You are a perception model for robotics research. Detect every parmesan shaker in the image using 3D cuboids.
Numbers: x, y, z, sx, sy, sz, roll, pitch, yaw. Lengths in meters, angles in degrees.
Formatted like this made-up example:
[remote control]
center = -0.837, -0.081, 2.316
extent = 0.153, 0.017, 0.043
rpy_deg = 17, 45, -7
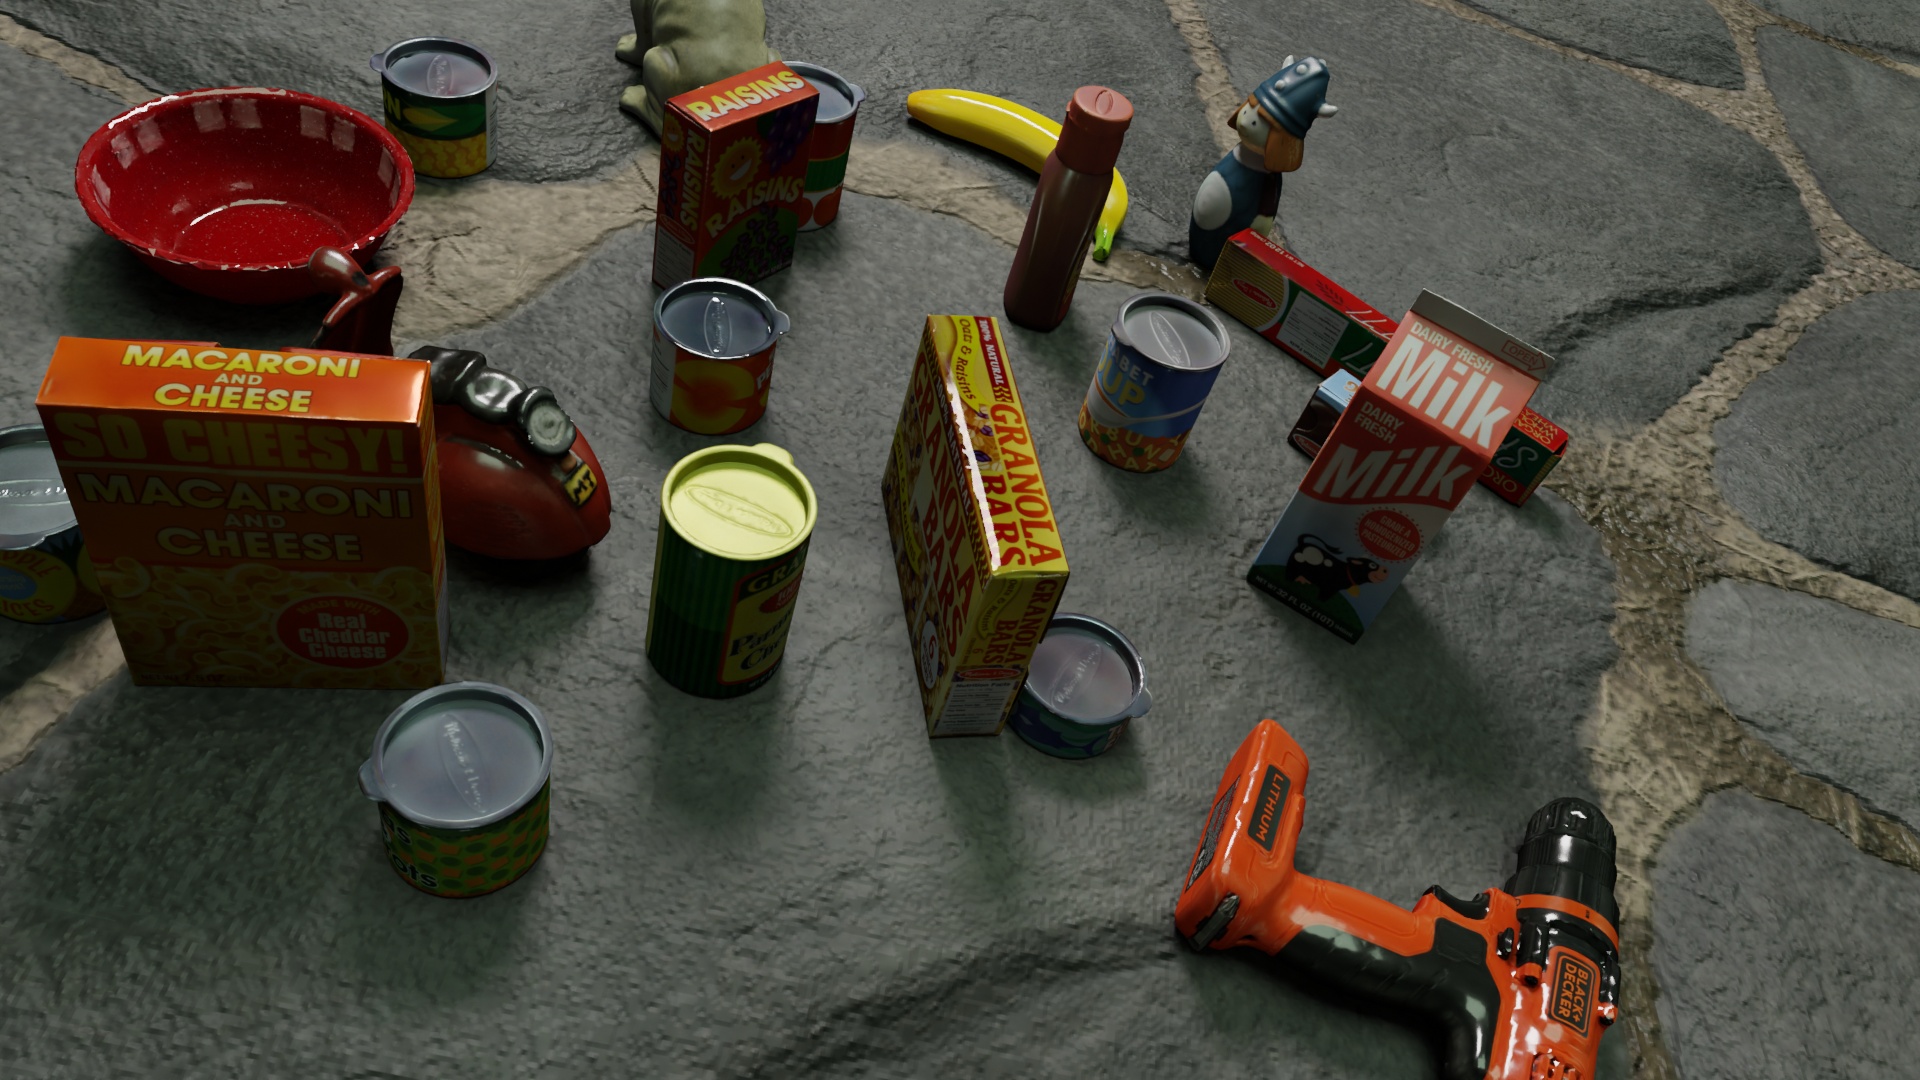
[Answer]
[parmesan shaker]
center = -0.104, 0.014, 0.628
extent = 0.071, 0.102, 0.072
rpy_deg = 9, 47, -9

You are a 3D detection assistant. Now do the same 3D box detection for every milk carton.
[milk carton]
center = 0.226, -0.041, 0.719
extent = 0.072, 0.189, 0.074
rpy_deg = 32, 48, 12

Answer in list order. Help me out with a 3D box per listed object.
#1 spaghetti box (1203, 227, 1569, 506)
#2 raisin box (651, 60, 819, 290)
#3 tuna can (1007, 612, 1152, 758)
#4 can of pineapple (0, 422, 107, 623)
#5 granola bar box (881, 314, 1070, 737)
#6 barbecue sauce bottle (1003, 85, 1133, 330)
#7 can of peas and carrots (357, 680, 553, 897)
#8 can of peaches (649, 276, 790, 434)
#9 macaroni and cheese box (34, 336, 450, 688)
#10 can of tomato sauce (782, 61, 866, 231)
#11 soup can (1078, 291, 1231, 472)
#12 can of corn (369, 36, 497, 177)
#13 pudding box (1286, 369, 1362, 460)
[spaghetti box]
center = 0.270, -0.114, 0.896
extent = 0.250, 0.049, 0.029
rpy_deg = 38, 49, 18
[raisin box]
center = -0.131, -0.205, 0.804
extent = 0.040, 0.122, 0.086
rpy_deg = 40, 50, 19
[tuna can]
center = 0.056, 0.072, 0.673
extent = 0.071, 0.032, 0.071
rpy_deg = 9, 47, -9
[can of pineapple]
center = -0.389, -0.006, 0.589
extent = 0.071, 0.057, 0.071
rpy_deg = 9, 47, -9
[granola bar box]
center = 0.002, -0.008, 0.666
extent = 0.039, 0.123, 0.166
rpy_deg = 1, 49, -16
[barbecue sauce bottle]
center = 0.065, -0.202, 0.845
extent = 0.044, 0.147, 0.065
rpy_deg = 17, 46, -2
[can of peas and carrots]
center = -0.199, 0.100, 0.551
extent = 0.071, 0.058, 0.071
rpy_deg = 9, 47, -9
[can of peaches]
center = -0.132, -0.099, 0.753
extent = 0.071, 0.057, 0.071
rpy_deg = 9, 47, -9
[macaroni and cheese box]
center = -0.272, -0.004, 0.549
extent = 0.124, 0.165, 0.040
rpy_deg = 2, 49, -15
[can of tomato sauce]
center = -0.102, -0.249, 0.881
extent = 0.071, 0.082, 0.071
rpy_deg = 9, 47, -9
[soup can]
center = 0.108, -0.090, 0.801
extent = 0.071, 0.083, 0.072
rpy_deg = 9, 47, -9
[can of corn]
center = -0.318, -0.263, 0.844
extent = 0.071, 0.058, 0.071
rpy_deg = 9, 47, -9
[pudding box]
center = 0.246, -0.059, 0.838
extent = 0.084, 0.049, 0.030
rpy_deg = 39, 50, 19
